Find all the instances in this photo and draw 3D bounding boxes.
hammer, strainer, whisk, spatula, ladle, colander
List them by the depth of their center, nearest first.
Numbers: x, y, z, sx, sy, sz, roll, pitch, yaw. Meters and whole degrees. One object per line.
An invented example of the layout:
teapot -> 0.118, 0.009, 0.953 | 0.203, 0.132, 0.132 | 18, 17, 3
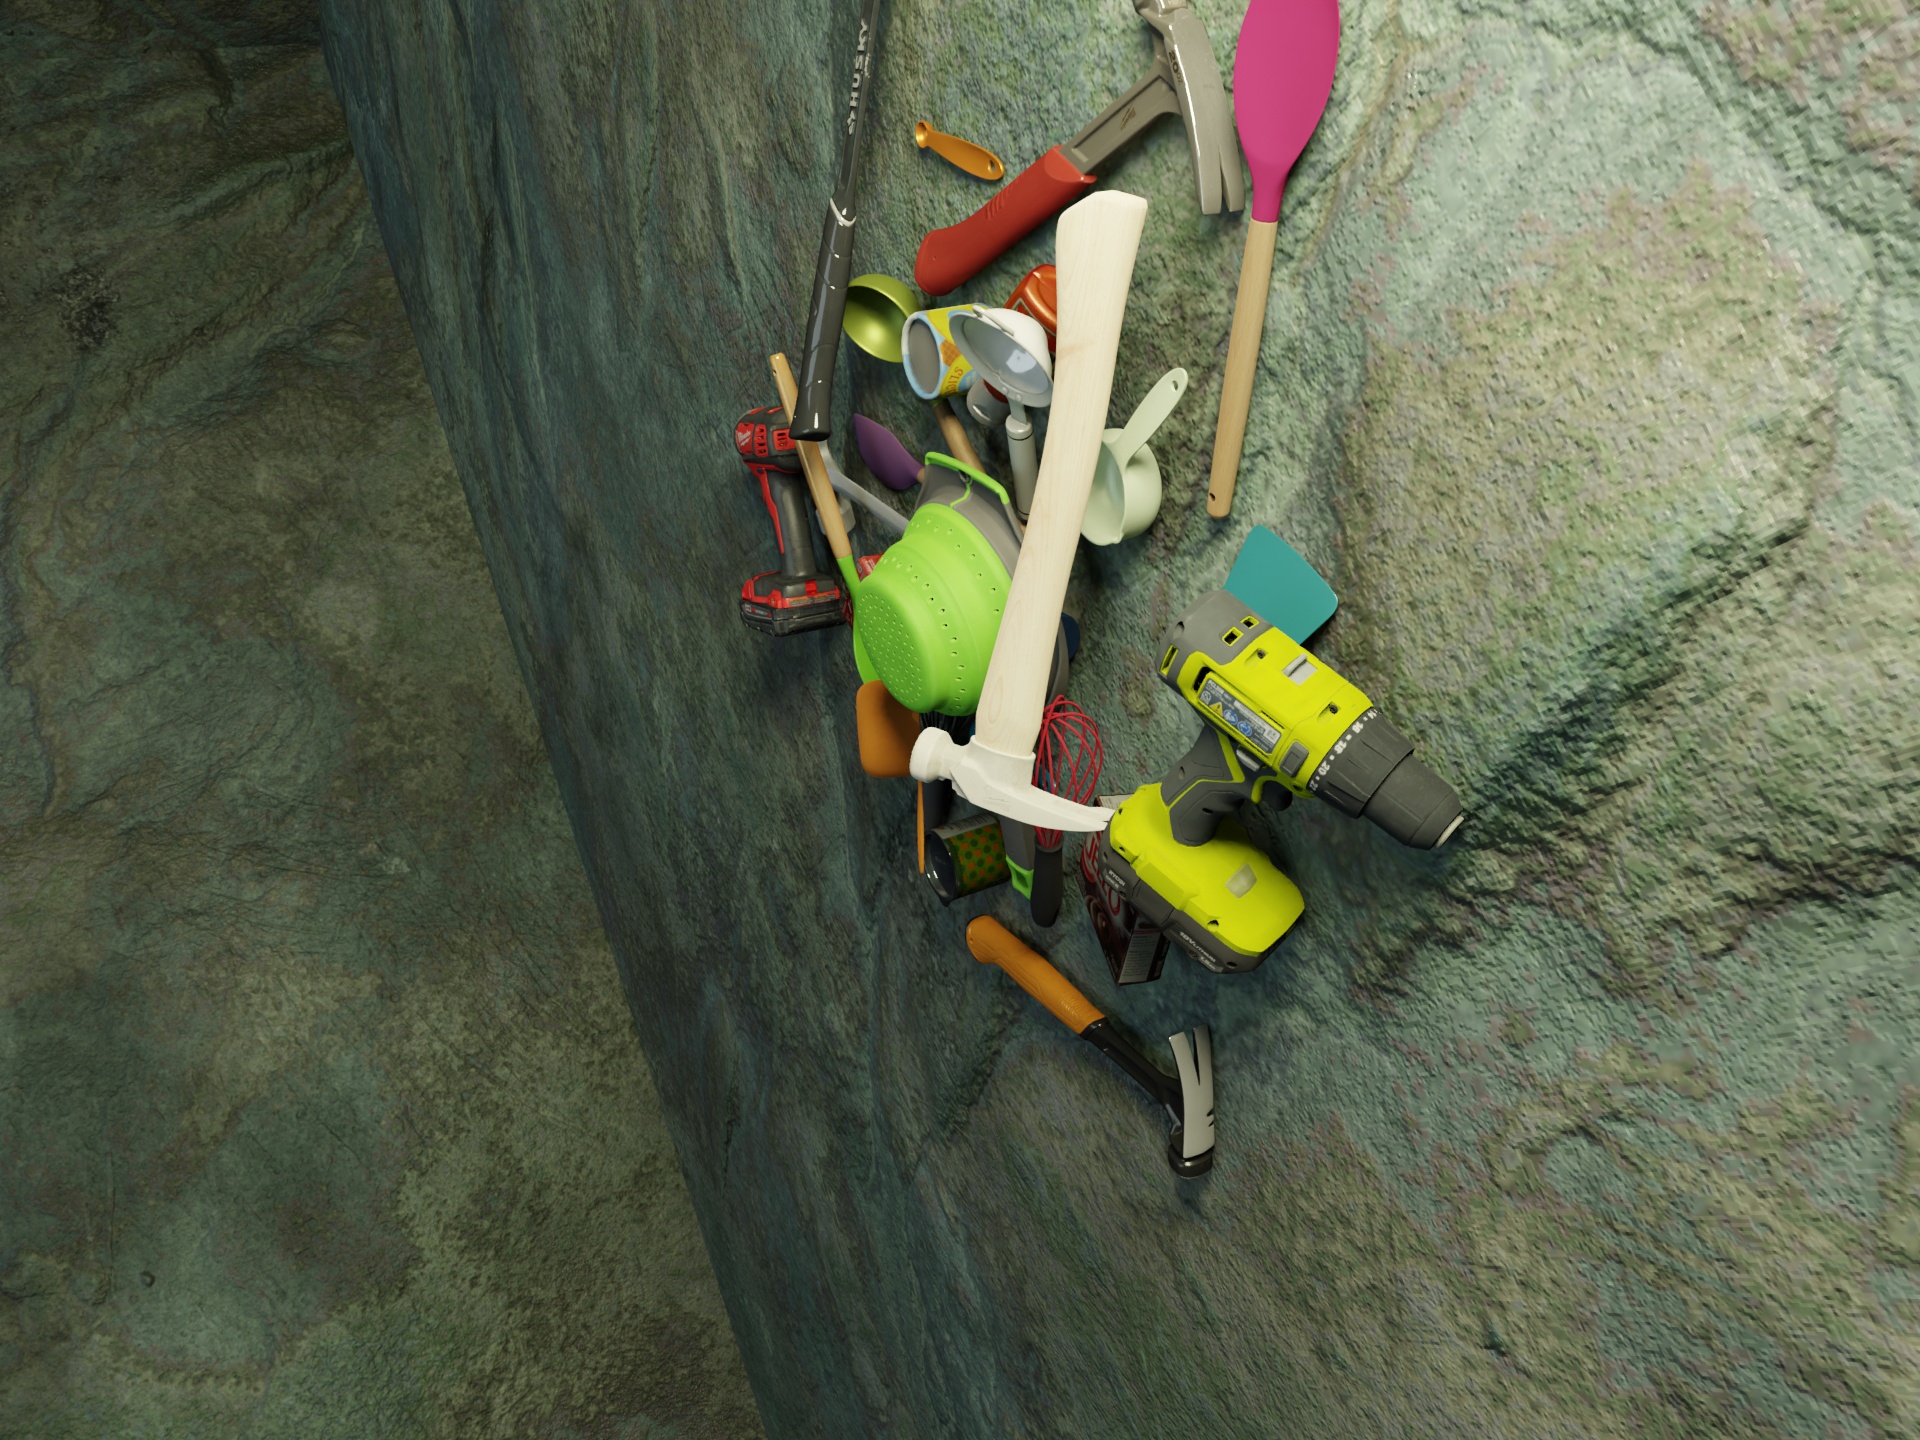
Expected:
hammer -> 0.068, -0.122, 1.014 | 0.146, 0.038, 0.410 | 19, 116, 17
spatula -> 0.174, 0.020, 1.047 | 0.082, 0.044, 0.317 | 53, 152, 36
hammer -> 0.060, -0.345, 1.053 | 0.359, 0.036, 0.149 | -12, 93, 64
strainer -> 0.040, -0.211, 1.098 | 0.087, 0.050, 0.258 | 34, 161, 22
whisk -> 0.069, 0.080, 1.218 | 0.073, 0.073, 0.295 | 57, 162, 33
hammer -> -0.091, -0.413, 1.222 | 0.149, 0.036, 0.408 | 40, 125, 52
ladle -> -0.016, -0.219, 1.233 | 0.078, 0.062, 0.320 | 104, 145, -61
colander -> -0.002, -0.004, 1.237 | 0.205, 0.094, 0.396 | 36, 144, 49
hammer -> 0.096, 0.236, 1.311 | 0.337, 0.034, 0.127 | 33, 133, 55
spatula -> -0.017, -0.193, 1.317 | 0.316, 0.018, 0.059 | 39, 145, 52
hammer -> -0.032, -0.154, 1.326 | 0.406, 0.035, 0.143 | 40, 153, 47
whisk -> -0.017, 0.026, 1.415 | 0.055, 0.055, 0.238 | 57, 154, 32

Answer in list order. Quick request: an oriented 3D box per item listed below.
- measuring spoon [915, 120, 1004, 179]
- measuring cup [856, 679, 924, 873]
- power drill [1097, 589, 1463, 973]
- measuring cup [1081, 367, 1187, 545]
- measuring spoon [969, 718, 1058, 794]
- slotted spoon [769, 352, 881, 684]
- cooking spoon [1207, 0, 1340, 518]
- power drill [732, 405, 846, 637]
measuring spoon -> 0.001, -0.418, 1.165 | 0.117, 0.011, 0.021 | 43, 140, 43
measuring cup -> -0.060, 0.048, 1.374 | 0.095, 0.052, 0.174 | 112, 155, -76
power drill -> 0.183, 0.053, 0.959 | 0.191, 0.080, 0.228 | 41, 143, 18
measuring cup -> 0.119, -0.177, 1.029 | 0.083, 0.038, 0.167 | 66, 152, 16
measuring spoon -> 0.040, 0.033, 1.322 | 0.129, 0.021, 0.042 | 40, 138, 52
slotted spoon -> -0.109, -0.169, 1.395 | 0.070, 0.031, 0.313 | 6, 119, 54
cooking spoon -> 0.168, -0.259, 0.901 | 0.069, 0.017, 0.318 | 37, 137, 39
power drill -> -0.180, -0.202, 1.583 | 0.143, 0.078, 0.219 | 20, 119, 60
